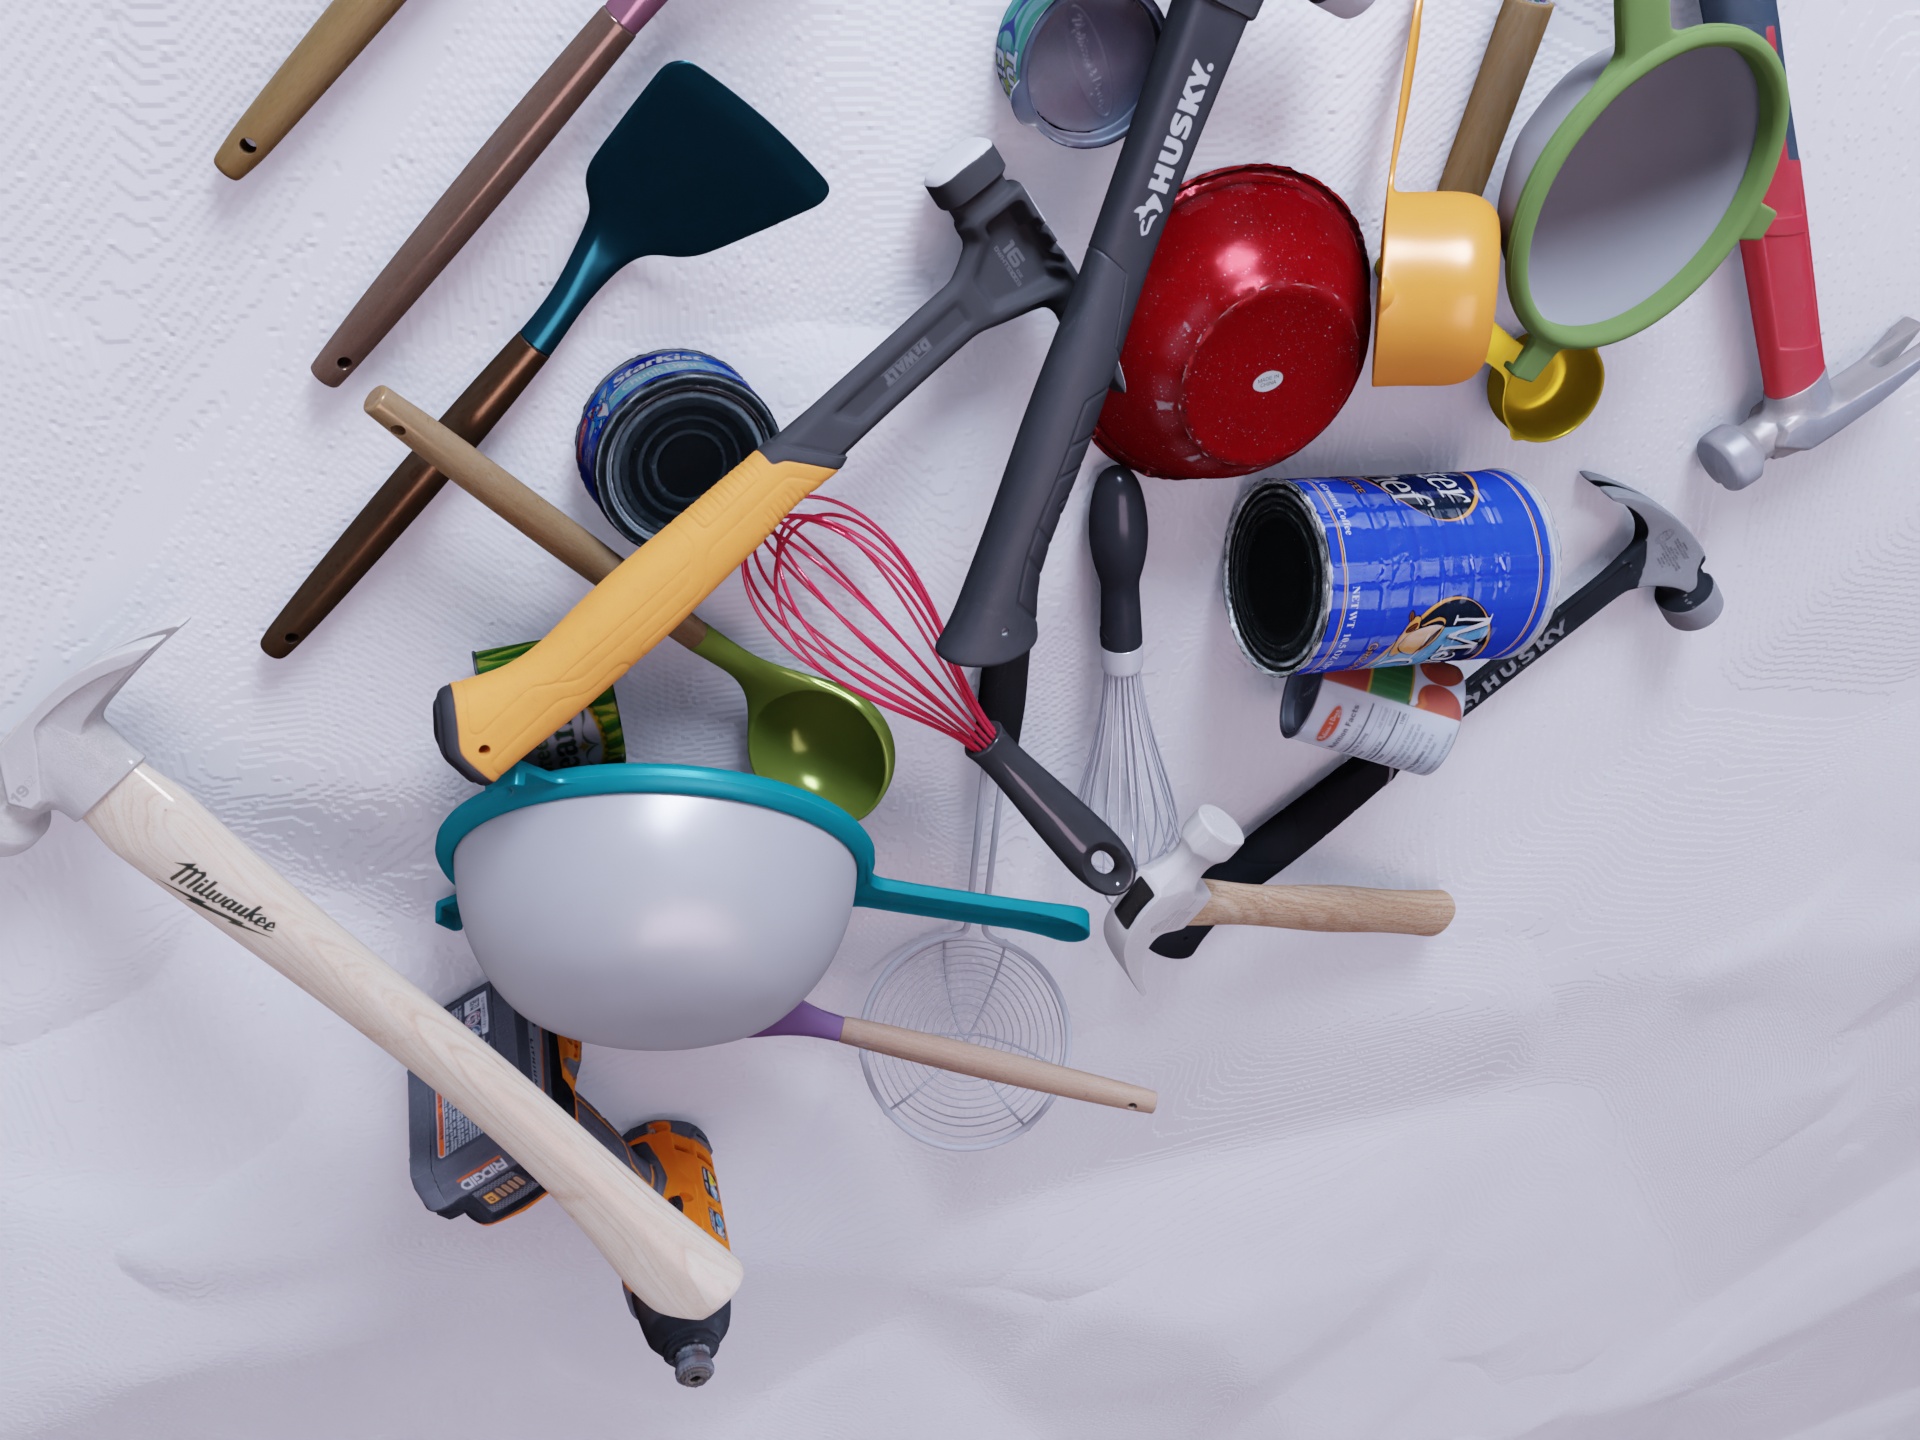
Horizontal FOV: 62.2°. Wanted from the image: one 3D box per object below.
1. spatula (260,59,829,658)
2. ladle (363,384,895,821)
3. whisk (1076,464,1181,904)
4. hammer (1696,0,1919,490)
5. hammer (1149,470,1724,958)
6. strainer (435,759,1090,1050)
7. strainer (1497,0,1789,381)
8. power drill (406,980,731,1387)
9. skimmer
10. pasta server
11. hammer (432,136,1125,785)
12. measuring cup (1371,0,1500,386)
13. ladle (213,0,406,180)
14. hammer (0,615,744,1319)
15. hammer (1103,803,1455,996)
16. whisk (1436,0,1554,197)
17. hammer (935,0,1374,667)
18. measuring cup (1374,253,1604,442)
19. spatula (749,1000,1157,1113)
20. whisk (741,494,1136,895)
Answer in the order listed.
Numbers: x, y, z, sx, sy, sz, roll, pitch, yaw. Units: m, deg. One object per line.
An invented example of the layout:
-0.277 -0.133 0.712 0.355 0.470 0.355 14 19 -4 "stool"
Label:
-0.190 -0.131 0.650 0.317 0.044 0.082 -44 136 15 "spatula"
-0.138 -0.042 0.717 0.078 0.062 0.319 -22 141 26 "ladle"
0.088 -0.008 0.863 0.070 0.070 0.284 -15 126 -12 "whisk"
0.413 -0.289 0.792 0.143 0.038 0.385 -34 132 3 "hammer"
0.271 0.012 0.971 0.409 0.036 0.149 -40 130 10 "hammer"
-0.087 0.115 0.785 0.340 0.095 0.211 10 151 -21 "strainer"
0.280 -0.284 0.696 0.151 0.069 0.256 -32 138 -2 "strainer"
-0.201 0.261 0.876 0.084 0.164 0.226 -31 130 5 "power drill"
0.013 0.084 0.876 0.127 0.090 0.363 7 125 2 "skimmer"
-0.145 -0.243 0.595 0.316 0.040 0.060 -42 131 17 "pasta server"
-0.080 -0.090 0.673 0.337 0.034 0.127 -42 120 -6 "hammer"
0.218 -0.237 0.715 0.052 0.095 0.173 6 108 12 "measuring cup"
-0.153 -0.301 0.543 0.315 0.031 0.069 -41 121 14 "ladle"
-0.245 0.133 0.719 0.146 0.038 0.410 -36 109 23 "hammer"
0.209 0.117 0.981 0.331 0.031 0.130 9 128 -44 "hammer"
0.259 -0.334 0.688 0.047 0.051 0.244 -9 132 -25 "whisk"
0.055 -0.176 0.655 0.146 0.035 0.334 7 112 -34 "hammer"
0.265 -0.198 0.815 0.156 0.029 0.062 27 112 -24 "measuring cup"
-0.042 0.178 0.896 0.316 0.018 0.059 14 122 -3 "spatula"
-0.001 -0.003 0.789 0.073 0.073 0.295 -39 119 9 "whisk"
